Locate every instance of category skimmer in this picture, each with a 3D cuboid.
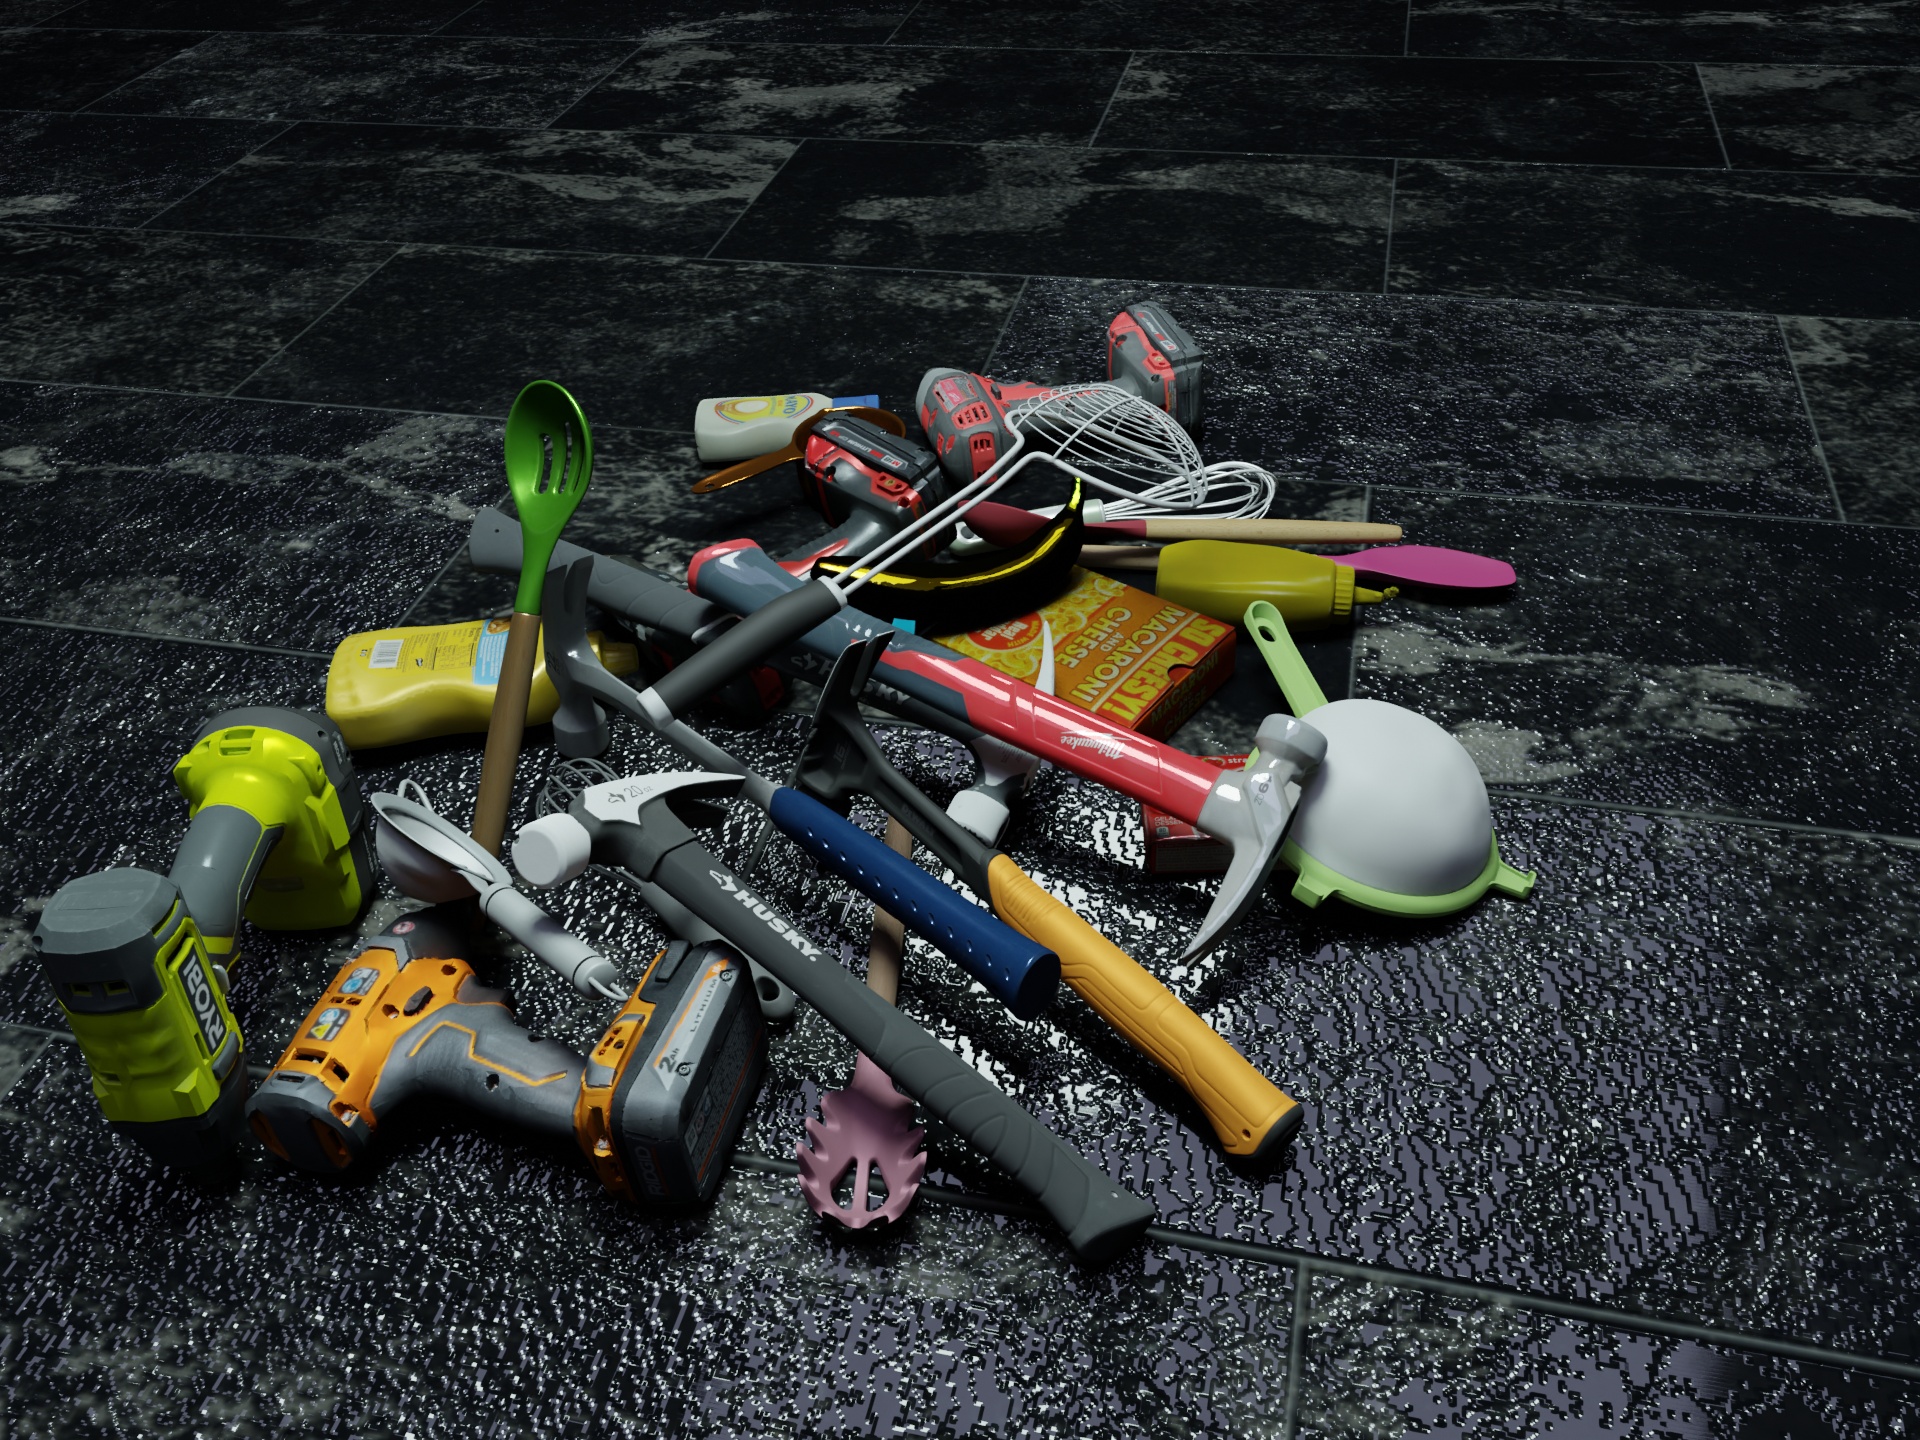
[{"bbox_3d":[-0.016,-0.085,0.906,0.363,0.090,0.127,-35,52,-16],"label":"skimmer"}]

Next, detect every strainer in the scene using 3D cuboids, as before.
[{"bbox_3d":[0.226,-0.002,0.922,0.151,0.069,0.257,0,43,-19],"label":"strainer"},{"bbox_3d":[-0.237,0.090,0.799,0.259,0.086,0.050,23,80,45],"label":"strainer"}]

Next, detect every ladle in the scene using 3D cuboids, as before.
[{"bbox_3d":[0.155,-0.135,1.120,0.315,0.031,0.069,1,-3,-4],"label":"ladle"}]

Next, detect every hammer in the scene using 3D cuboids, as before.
[{"bbox_3d":[-0.107,0.038,0.878,0.406,0.144,0.035,31,45,34],"label":"hammer"},{"bbox_3d":[-0.048,0.136,0.759,0.335,0.035,0.146,37,24,13],"label":"hammer"},{"bbox_3d":[-0.001,-0.003,0.896,0.386,0.038,0.143,24,76,21],"label":"hammer"},{"bbox_3d":[0.040,0.094,0.813,0.337,0.127,0.034,40,38,26],"label":"hammer"},{"bbox_3d":[-0.132,-0.055,0.985,0.409,0.036,0.149,22,63,16],"label":"hammer"}]

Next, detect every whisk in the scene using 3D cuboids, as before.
[{"bbox_3d":[-0.168,0.093,0.898,0.055,0.055,0.239,-31,51,-29],"label":"whisk"},{"bbox_3d":[0.111,-0.152,1.163,0.246,0.059,0.058,-10,65,0],"label":"whisk"}]

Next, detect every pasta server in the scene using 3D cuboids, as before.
[{"bbox_3d":[-0.041,0.135,0.839,0.060,0.040,0.316,4,39,0],"label":"pasta server"}]

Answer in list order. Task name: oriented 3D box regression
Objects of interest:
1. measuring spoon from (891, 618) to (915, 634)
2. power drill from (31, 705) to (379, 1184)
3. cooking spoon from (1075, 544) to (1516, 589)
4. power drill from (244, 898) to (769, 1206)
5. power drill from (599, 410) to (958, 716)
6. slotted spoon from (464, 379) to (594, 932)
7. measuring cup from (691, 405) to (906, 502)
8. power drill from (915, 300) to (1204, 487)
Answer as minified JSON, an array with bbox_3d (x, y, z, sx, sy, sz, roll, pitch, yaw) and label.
[{"bbox_3d":[-0.039,-0.052,1.083,0.042,0.021,0.129,0,49,14],"label":"measuring spoon"},{"bbox_3d":[-0.375,0.108,0.813,0.080,0.171,0.223,-3,31,1],"label":"power drill"},{"bbox_3d":[0.225,-0.110,1.123,0.319,0.017,0.069,4,28,9],"label":"cooking spoon"},{"bbox_3d":[-0.218,0.155,0.800,0.226,0.084,0.164,3,38,14],"label":"power drill"},{"bbox_3d":[-0.134,-0.115,1.099,0.188,0.080,0.227,31,63,34],"label":"power drill"},{"bbox_3d":[-0.252,-0.035,0.904,0.070,0.314,0.031,9,-1,32],"label":"slotted spoon"},{"bbox_3d":[-0.121,-0.185,1.217,0.173,0.052,0.095,-23,43,-18],"label":"measuring cup"},{"bbox_3d":[0.074,-0.262,1.277,0.219,0.078,0.143,-16,41,-9],"label":"power drill"}]
